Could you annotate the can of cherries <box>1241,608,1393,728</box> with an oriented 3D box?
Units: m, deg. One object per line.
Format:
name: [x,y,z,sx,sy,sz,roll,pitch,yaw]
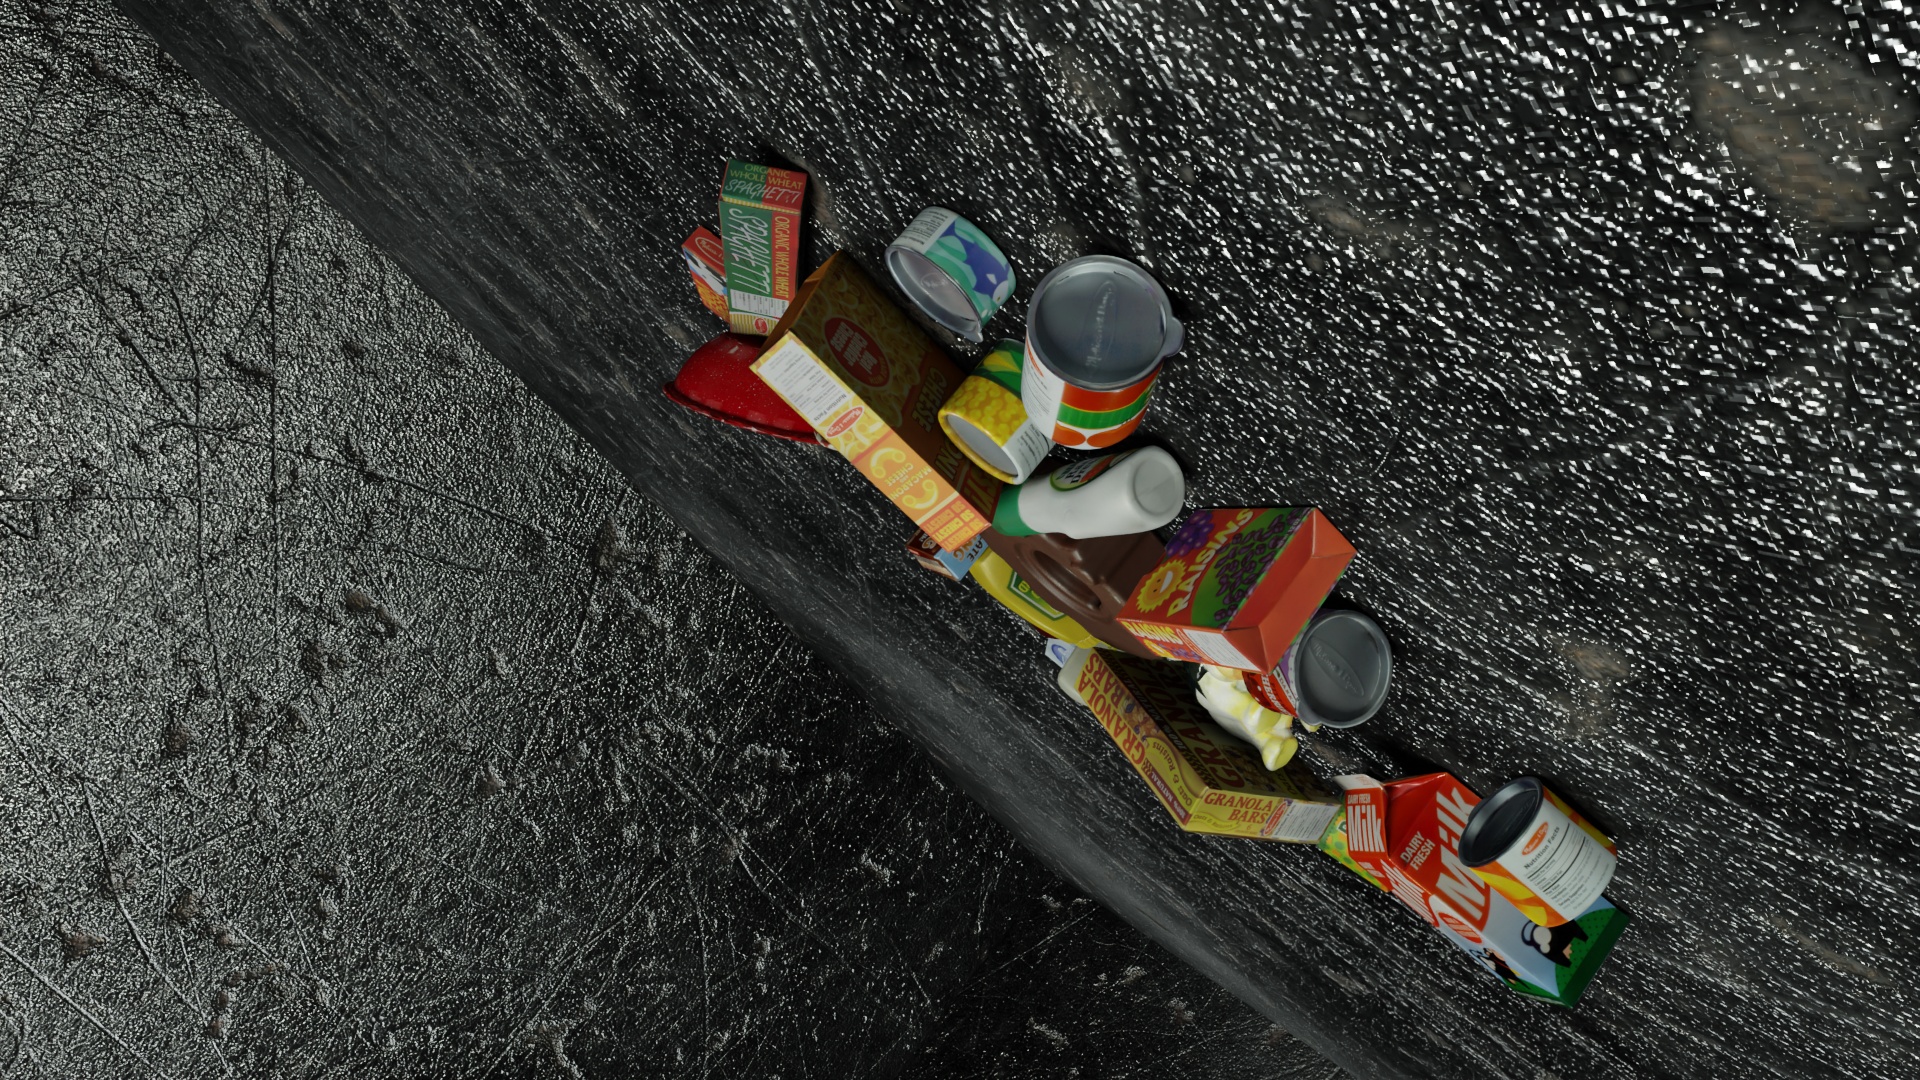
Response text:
can of cherries: [0.202,0.073,0.800,0.071,0.071,0.058,43,167,-15]

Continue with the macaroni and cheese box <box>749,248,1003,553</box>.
macaroni and cheese box: [-0.041,-0.087,0.858,0.166,0.040,0.124,44,-149,-17]

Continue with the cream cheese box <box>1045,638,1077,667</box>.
cream cheese box: [0.107,0.101,1.284,0.053,0.024,0.103,38,167,12]

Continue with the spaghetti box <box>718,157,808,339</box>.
spaghetti box: [-0.129,-0.184,0.920,0.050,0.029,0.249,10,169,-6]

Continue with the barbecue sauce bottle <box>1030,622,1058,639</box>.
barbecue sauce bottle: [0.046,0.020,1.134,0.065,0.044,0.148,23,159,53]

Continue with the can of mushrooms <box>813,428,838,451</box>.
can of mushrooms: [-0.067,-0.089,0.929,0.033,0.071,0.071,19,-178,-37]

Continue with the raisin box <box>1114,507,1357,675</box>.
raisin box: [0.147,0.025,0.762,0.040,0.086,0.123,42,167,-15]

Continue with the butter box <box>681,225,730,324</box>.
butter box: [-0.181,-0.198,1.074,0.053,0.024,0.103,37,167,9]

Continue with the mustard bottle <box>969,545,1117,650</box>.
mustard bottle: [0.075,0.042,1.090,0.160,0.065,0.049,39,174,-25]

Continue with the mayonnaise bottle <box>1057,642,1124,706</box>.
mayonnaise bottle: [0.158,0.136,1.176,0.148,0.065,0.041,32,165,16]

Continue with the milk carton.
milk carton: [0.332,0.217,0.922,0.190,0.073,0.072,39,167,5]

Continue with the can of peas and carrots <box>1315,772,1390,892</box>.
can of peas and carrots: [0.301,0.211,1.007,0.059,0.071,0.070,32,165,29]

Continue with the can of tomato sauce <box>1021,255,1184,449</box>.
can of tomato sauce: [0.065,-0.087,0.661,0.071,0.071,0.083,37,167,10]

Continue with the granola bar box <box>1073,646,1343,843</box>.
granola bar box: [0.170,0.143,0.979,0.124,0.039,0.166,13,-157,-30]

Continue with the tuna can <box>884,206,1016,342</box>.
tuna can: [-0.003,-0.141,0.739,0.071,0.033,0.071,38,167,10]

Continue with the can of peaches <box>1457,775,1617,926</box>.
can of peaches: [0.334,0.180,0.809,0.058,0.071,0.071,39,167,-1]

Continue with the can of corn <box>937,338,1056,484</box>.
can of corn: [0.027,-0.076,0.817,0.071,0.058,0.071,37,167,11]

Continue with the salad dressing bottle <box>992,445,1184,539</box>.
salad dressing bottle: [0.069,-0.025,0.826,0.147,0.064,0.044,-7,111,58]

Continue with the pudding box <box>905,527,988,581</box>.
pudding box: [0.004,-0.013,1.045,0.030,0.084,0.050,48,165,-33]
